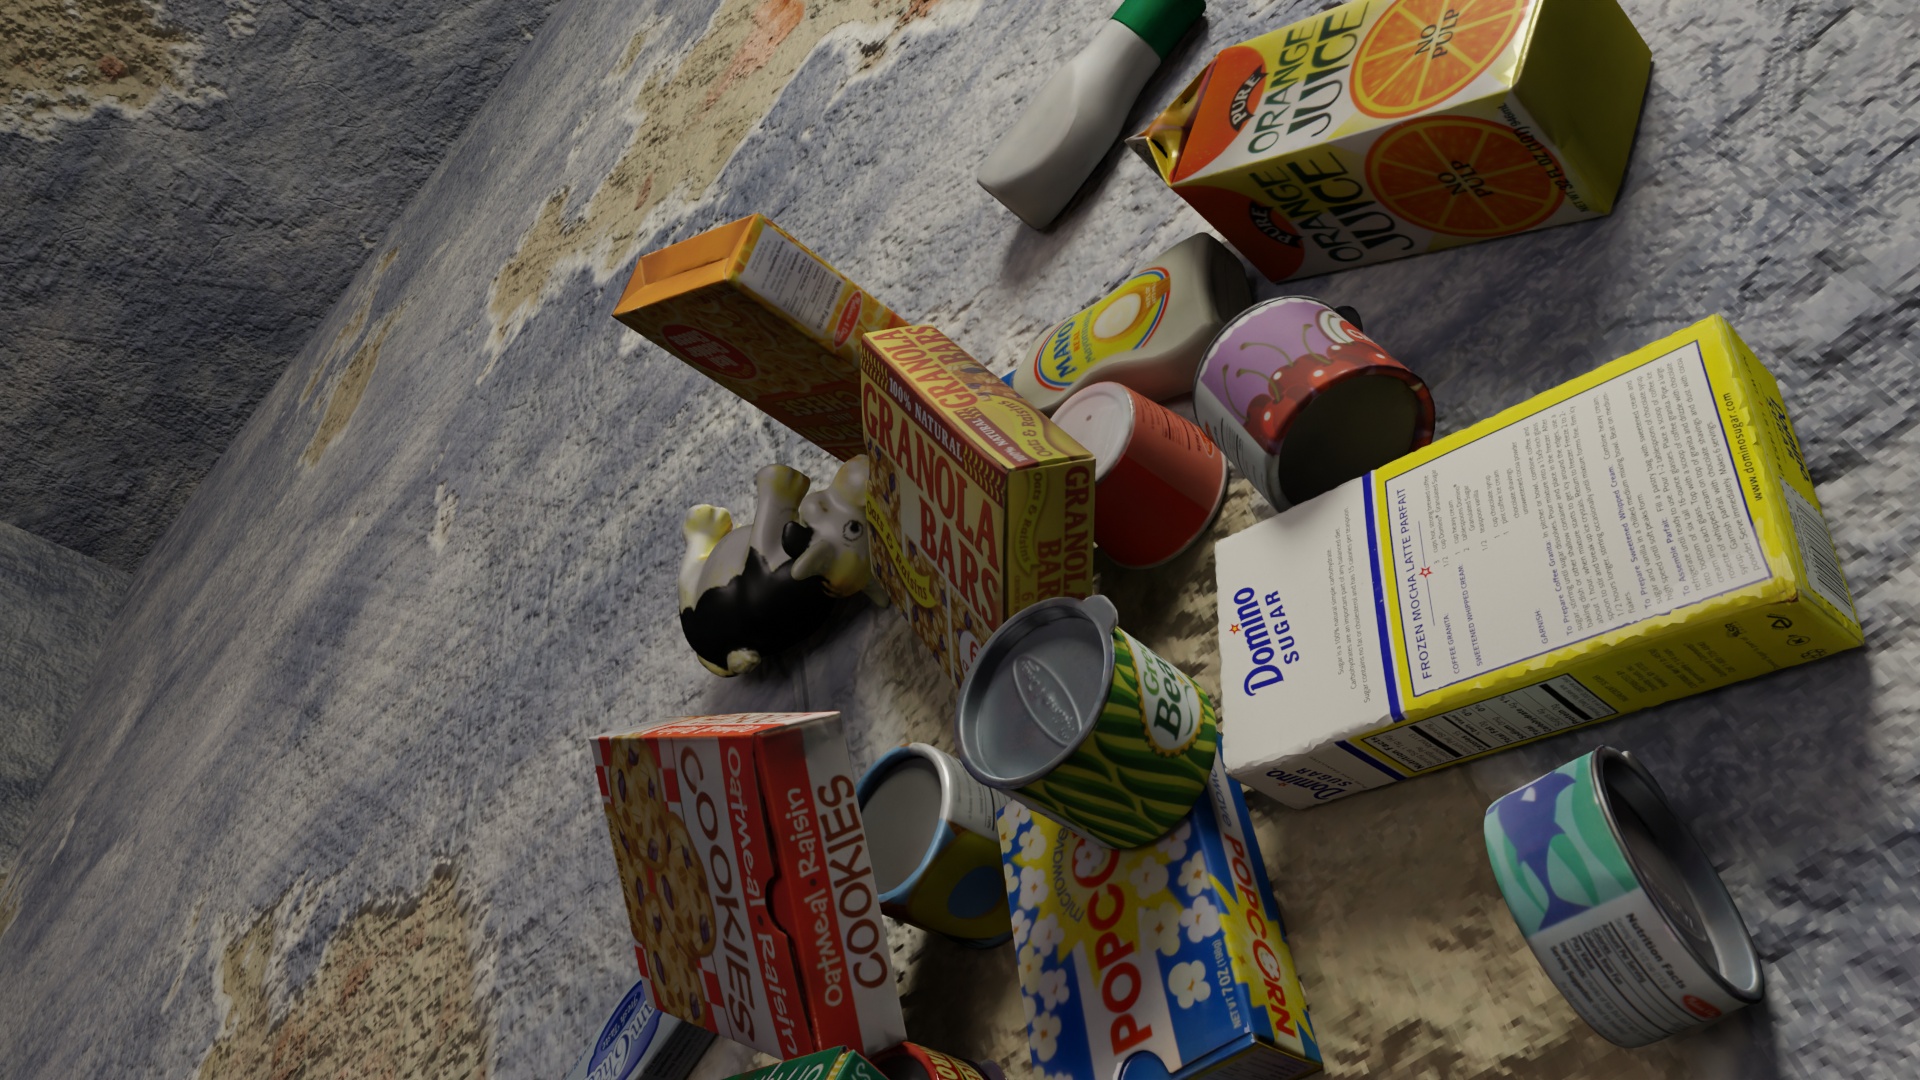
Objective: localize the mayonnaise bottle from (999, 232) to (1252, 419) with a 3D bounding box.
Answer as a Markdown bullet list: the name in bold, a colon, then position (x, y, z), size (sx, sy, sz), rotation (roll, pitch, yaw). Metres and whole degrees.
- **mayonnaise bottle**: position (0.061, -0.078, 0.628), size (0.147, 0.041, 0.065), rotation (-27, 46, 38)

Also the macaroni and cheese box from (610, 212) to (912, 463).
- **macaroni and cheese box**: position (-0.074, -0.093, 0.701), size (0.123, 0.166, 0.040), rotation (0, 64, 52)

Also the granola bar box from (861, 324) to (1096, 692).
- **granola bar box**: position (0.002, -0.007, 0.587), size (0.166, 0.039, 0.123), rotation (-132, 36, -56)

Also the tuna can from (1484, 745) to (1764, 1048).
- **tuna can**: position (0.162, 0.086, 0.343), size (0.032, 0.071, 0.071), rotation (-38, 38, 29)

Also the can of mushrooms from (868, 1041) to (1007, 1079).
- **can of mushrooms**: position (-0.016, 0.214, 0.497), size (0.071, 0.033, 0.071), rotation (-33, 40, 34)

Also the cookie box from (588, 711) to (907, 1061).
- **cookie box**: position (-0.091, 0.133, 0.554), size (0.167, 0.040, 0.123), rotation (-12, 89, 55)

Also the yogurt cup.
- **yogurt cup**: position (0.067, -0.029, 0.569), size (0.072, 0.054, 0.073), rotation (-31, 42, 34)

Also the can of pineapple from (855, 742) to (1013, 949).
- **can of pineapple**: position (-0.008, 0.120, 0.541), size (0.070, 0.058, 0.071), rotation (-32, 41, 34)

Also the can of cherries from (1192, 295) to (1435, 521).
- **can of cherries**: position (0.127, -0.048, 0.495), size (0.071, 0.071, 0.058), rotation (-49, 34, 14)

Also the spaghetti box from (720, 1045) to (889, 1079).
- **spaghetti box**: position (-0.093, 0.230, 0.517), size (0.249, 0.028, 0.050), rotation (-40, 13, 52)

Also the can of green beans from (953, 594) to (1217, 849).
- **can of green beans**: position (0.041, 0.061, 0.455), size (0.071, 0.057, 0.071), rotation (-31, 41, 31)

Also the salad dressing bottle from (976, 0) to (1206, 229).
- **salad dressing bottle**: position (0.071, -0.238, 0.745), size (0.147, 0.044, 0.064), rotation (-50, 32, 10)

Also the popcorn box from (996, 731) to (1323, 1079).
- **popcorn box**: position (0.060, 0.128, 0.464), size (0.085, 0.038, 0.127), rotation (-38, 38, 26)

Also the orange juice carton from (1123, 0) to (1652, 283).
- **orange juice carton**: position (0.154, -0.158, 0.545), size (0.192, 0.071, 0.073), rotation (-1, 62, 52)

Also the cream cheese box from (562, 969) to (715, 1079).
- **cream cheese box**: position (-0.148, 0.238, 0.658), size (0.103, 0.024, 0.053), rotation (-55, 35, 4)
